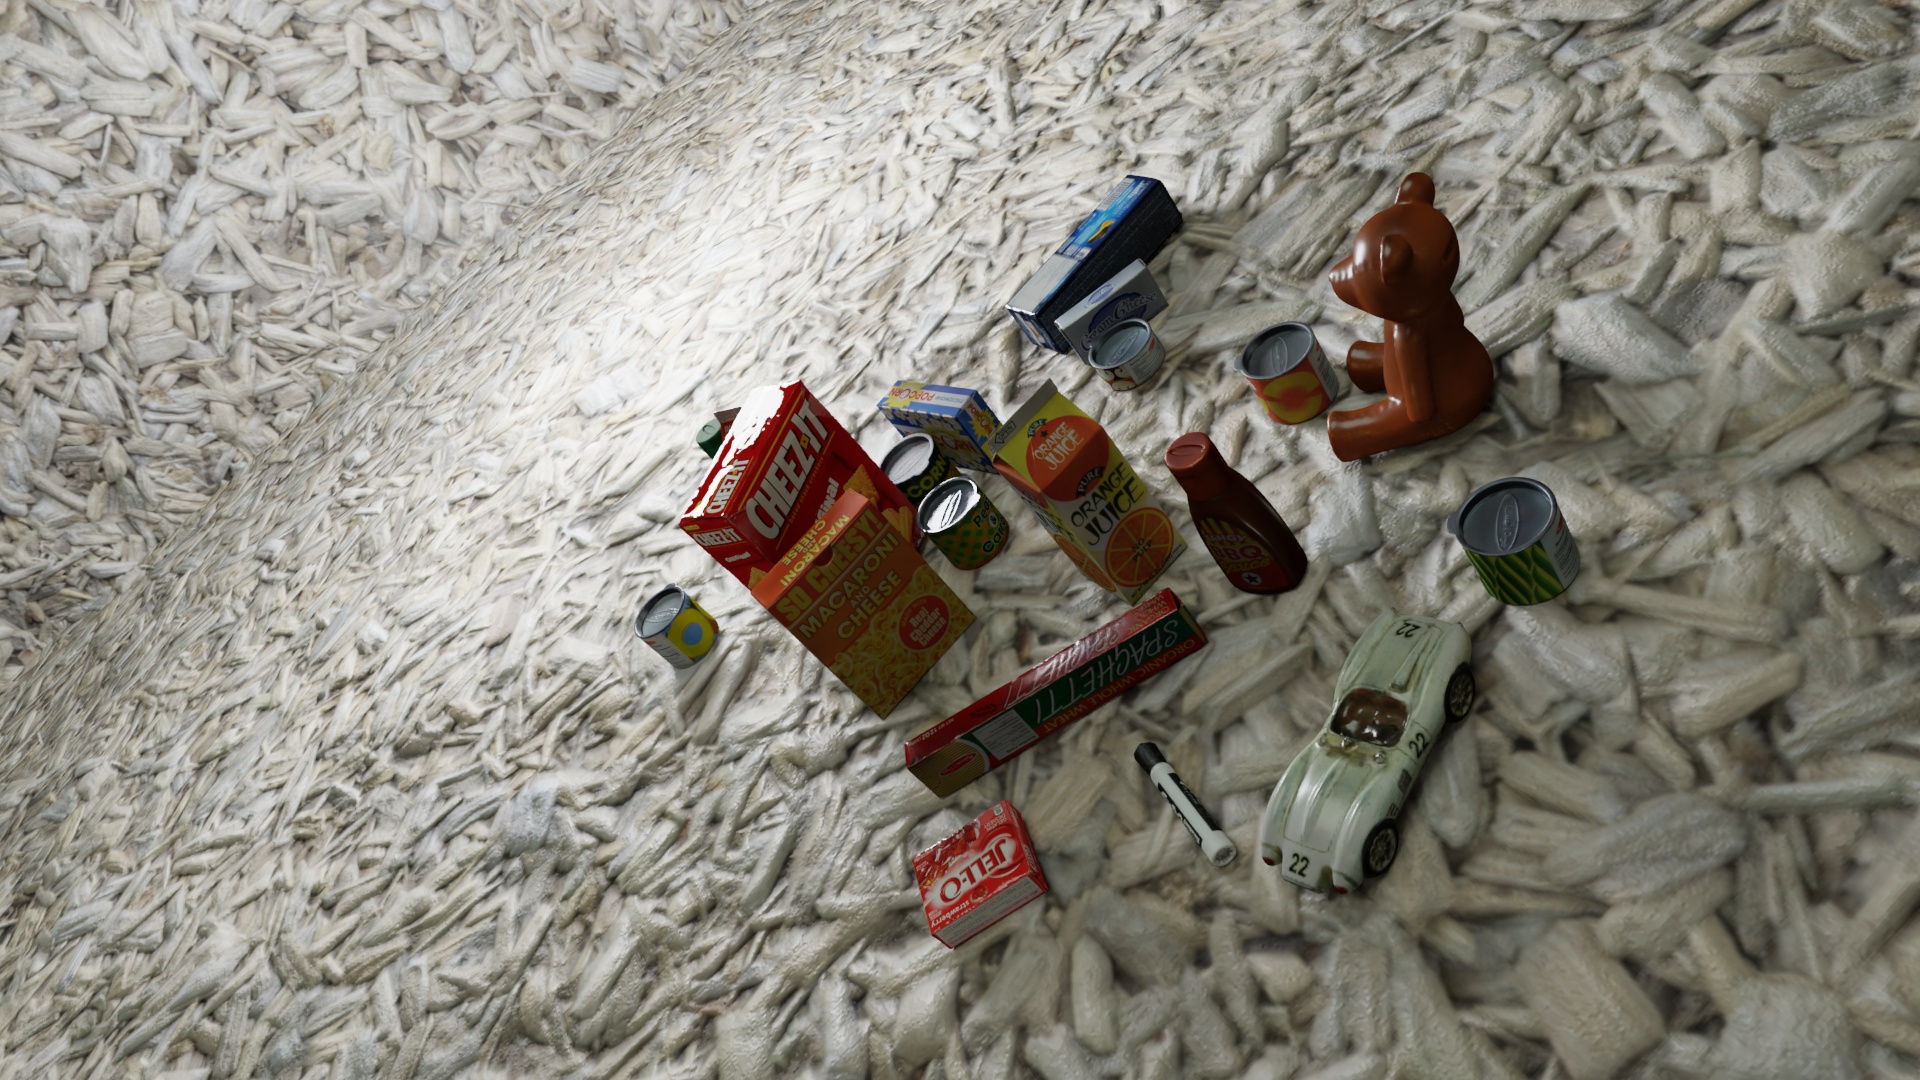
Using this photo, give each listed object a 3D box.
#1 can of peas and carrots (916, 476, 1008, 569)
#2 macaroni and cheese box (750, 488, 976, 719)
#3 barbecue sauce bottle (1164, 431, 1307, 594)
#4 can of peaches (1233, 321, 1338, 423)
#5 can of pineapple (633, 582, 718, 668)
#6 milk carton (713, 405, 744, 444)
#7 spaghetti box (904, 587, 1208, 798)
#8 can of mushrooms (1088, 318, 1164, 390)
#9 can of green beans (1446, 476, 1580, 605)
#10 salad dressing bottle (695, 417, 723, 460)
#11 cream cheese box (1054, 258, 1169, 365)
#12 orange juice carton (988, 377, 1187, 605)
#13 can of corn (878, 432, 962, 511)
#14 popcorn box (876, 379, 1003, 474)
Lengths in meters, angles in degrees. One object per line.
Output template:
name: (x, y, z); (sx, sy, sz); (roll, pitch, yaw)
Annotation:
can of peas and carrots: (0.005, -0.016, 1.271); (0.071, 0.058, 0.071); (-24, 39, 22)
macaroni and cheese box: (-0.079, 0.055, 1.180); (0.124, 0.166, 0.040); (-48, 36, -9)
barbecue sauce bottle: (0.199, -0.020, 1.024); (0.065, 0.148, 0.044); (-1, 52, 42)
can of peaches: (0.272, -0.139, 1.160); (0.071, 0.058, 0.071); (-24, 39, 22)
can of pineapple: (-0.291, 0.088, 1.428); (0.071, 0.057, 0.071); (-24, 39, 22)
milk carton: (-0.158, -0.068, 1.360); (0.072, 0.190, 0.074); (-10, 46, 36)
spaghetti box: (0.072, 0.120, 1.076); (0.250, 0.050, 0.029); (-32, 37, 12)
can of mushrooms: (0.157, -0.178, 1.325); (0.071, 0.033, 0.071); (-24, 39, 21)
can of green beans: (0.371, 0.001, 0.925); (0.071, 0.057, 0.071); (-24, 39, 22)
salad dressing bottle: (-0.215, -0.067, 1.447); (0.044, 0.147, 0.064); (-48, 36, -9)
cream cheese box: (0.149, -0.223, 1.363); (0.104, 0.053, 0.024); (-36, 36, 6)
orange juice carton: (0.095, -0.041, 1.103); (0.072, 0.192, 0.073); (-46, 36, -7)
can of corn: (-0.037, -0.061, 1.356); (0.071, 0.058, 0.071); (-24, 39, 22)
popcorn box: (-0.012, -0.112, 1.365); (0.127, 0.085, 0.038); (14, 62, 49)
